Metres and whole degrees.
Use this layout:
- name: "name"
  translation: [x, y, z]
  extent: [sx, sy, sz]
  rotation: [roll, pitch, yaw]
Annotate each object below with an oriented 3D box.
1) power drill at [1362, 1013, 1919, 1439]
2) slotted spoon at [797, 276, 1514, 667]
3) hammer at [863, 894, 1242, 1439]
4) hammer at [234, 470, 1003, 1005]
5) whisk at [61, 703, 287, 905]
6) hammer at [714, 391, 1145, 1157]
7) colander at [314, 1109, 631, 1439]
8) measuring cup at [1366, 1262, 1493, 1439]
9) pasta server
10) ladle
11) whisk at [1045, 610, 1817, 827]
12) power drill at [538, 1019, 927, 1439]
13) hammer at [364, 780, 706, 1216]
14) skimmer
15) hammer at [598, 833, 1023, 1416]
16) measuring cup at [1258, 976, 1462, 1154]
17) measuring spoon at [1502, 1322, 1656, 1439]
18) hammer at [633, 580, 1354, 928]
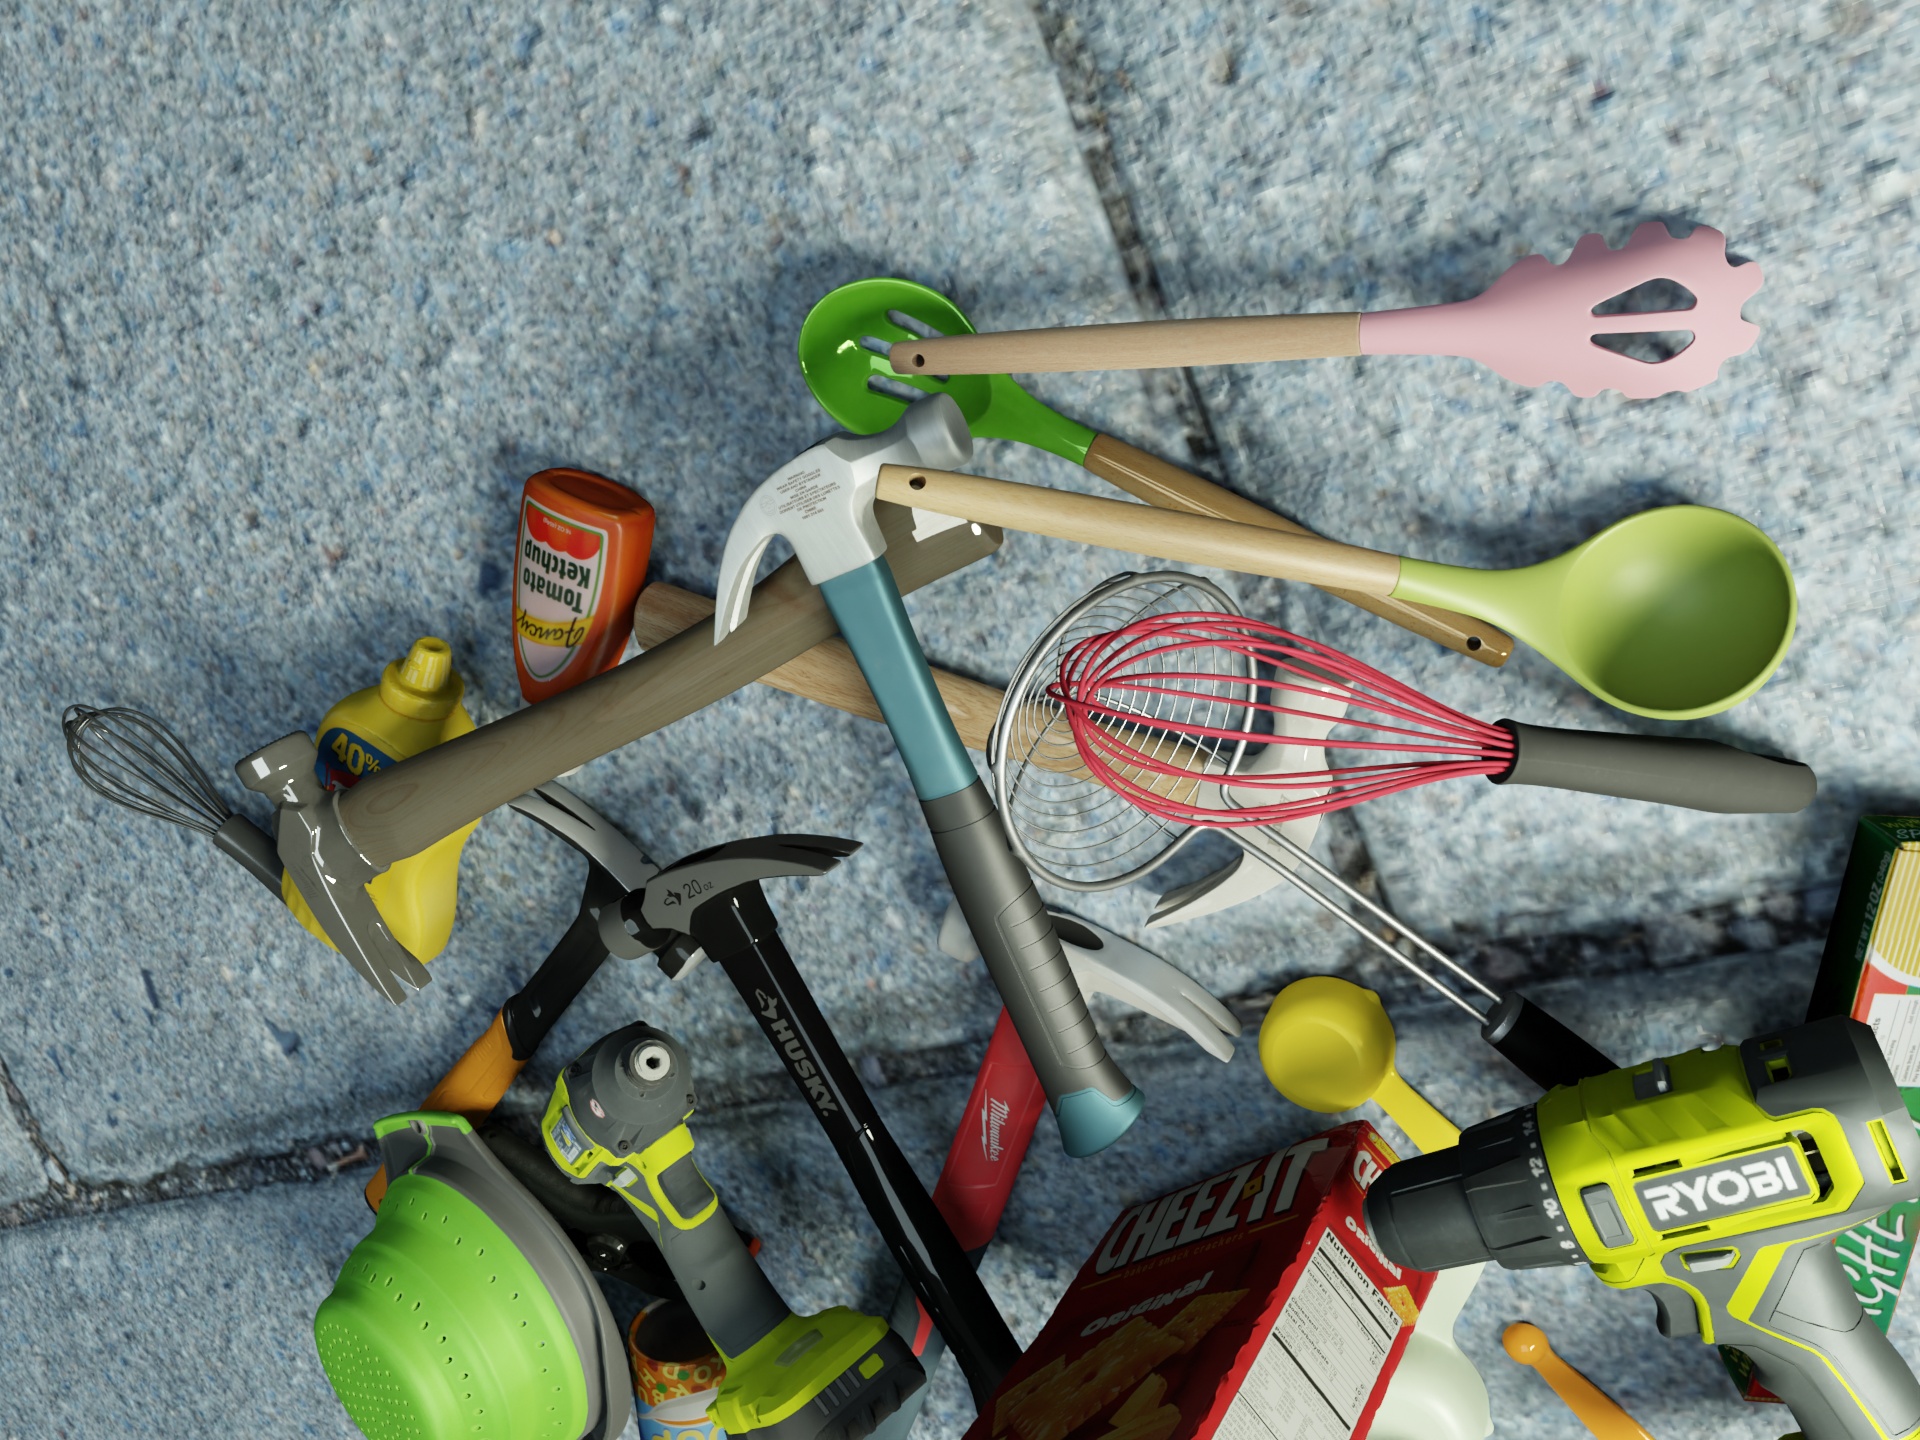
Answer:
- name: "power drill"
  translation: [0.276, 0.234, 0.589]
  extent: [0.190, 0.080, 0.228]
  rotation: [-23, 97, 24]
- name: "slotted spoon"
  translation: [0.075, -0.096, 0.644]
  extent: [0.314, 0.031, 0.070]
  rotation: [28, 118, 11]
- name: "hammer"
  translation: [0.011, 0.266, 0.800]
  extent: [0.143, 0.038, 0.386]
  rotation: [24, 117, 13]
- name: "hammer"
  translation: [-0.157, 0.003, 0.732]
  extent: [0.410, 0.038, 0.146]
  rotation: [-25, 98, 23]
- name: "whisk"
  translation: [-0.426, 0.067, 0.924]
  extent: [0.239, 0.055, 0.055]
  rotation: [36, 119, 4]
- name: "hammer"
  translation: [0.002, 0.040, 0.666]
  extent: [0.128, 0.033, 0.331]
  rotation: [-19, 105, 19]
- name: "colander"
  translation: [-0.249, 0.411, 0.877]
  extent: [0.204, 0.094, 0.397]
  rotation: [-17, 100, 44]
- name: "measuring cup"
  translation: [0.209, 0.280, 0.711]
  extent: [0.083, 0.038, 0.167]
  rotation: [20, 117, 17]
- name: "pasta server"
  translation: [0.122, -0.143, 0.590]
  extent: [0.316, 0.040, 0.060]
  rotation: [2, 109, 22]
- name: "ladle"
  translation: [0.129, -0.059, 0.554]
  extent: [0.320, 0.062, 0.078]
  rotation: [10, 78, -3]
- name: "whisk"
  translation: [0.170, 0.009, 0.549]
  extent: [0.295, 0.073, 0.073]
  rotation: [6, 116, -15]
- name: "power drill"
  translation: [-0.121, 0.255, 0.779]
  extent: [0.223, 0.080, 0.171]
  rotation: [53, 149, 8]
- name: "hammer"
  translation: [-0.264, 0.181, 0.897]
  extent: [0.127, 0.034, 0.336]
  rotation: [43, 120, 4]
- name: "skimmer"
  translation: [0.169, 0.082, 0.603]
  extent: [0.363, 0.090, 0.127]
  rotation: [36, 85, -3]
- name: "hammer"
  translation: [-0.039, 0.205, 0.756]
  extent: [0.146, 0.035, 0.335]
  rotation: [-28, 94, 33]
- name: "measuring cup"
  translation: [0.192, 0.176, 0.680]
  extent: [0.156, 0.029, 0.062]
  rotation: [44, 120, 12]
- name: "measuring spoon"
  translation: [0.286, 0.313, 0.704]
  extent: [0.117, 0.011, 0.021]
  rotation: [44, 120, 4]
- name: "hammer"
  translation: [-0.001, -0.002, 0.710]
  extent: [0.331, 0.031, 0.130]
  rotation: [17, 114, 19]
